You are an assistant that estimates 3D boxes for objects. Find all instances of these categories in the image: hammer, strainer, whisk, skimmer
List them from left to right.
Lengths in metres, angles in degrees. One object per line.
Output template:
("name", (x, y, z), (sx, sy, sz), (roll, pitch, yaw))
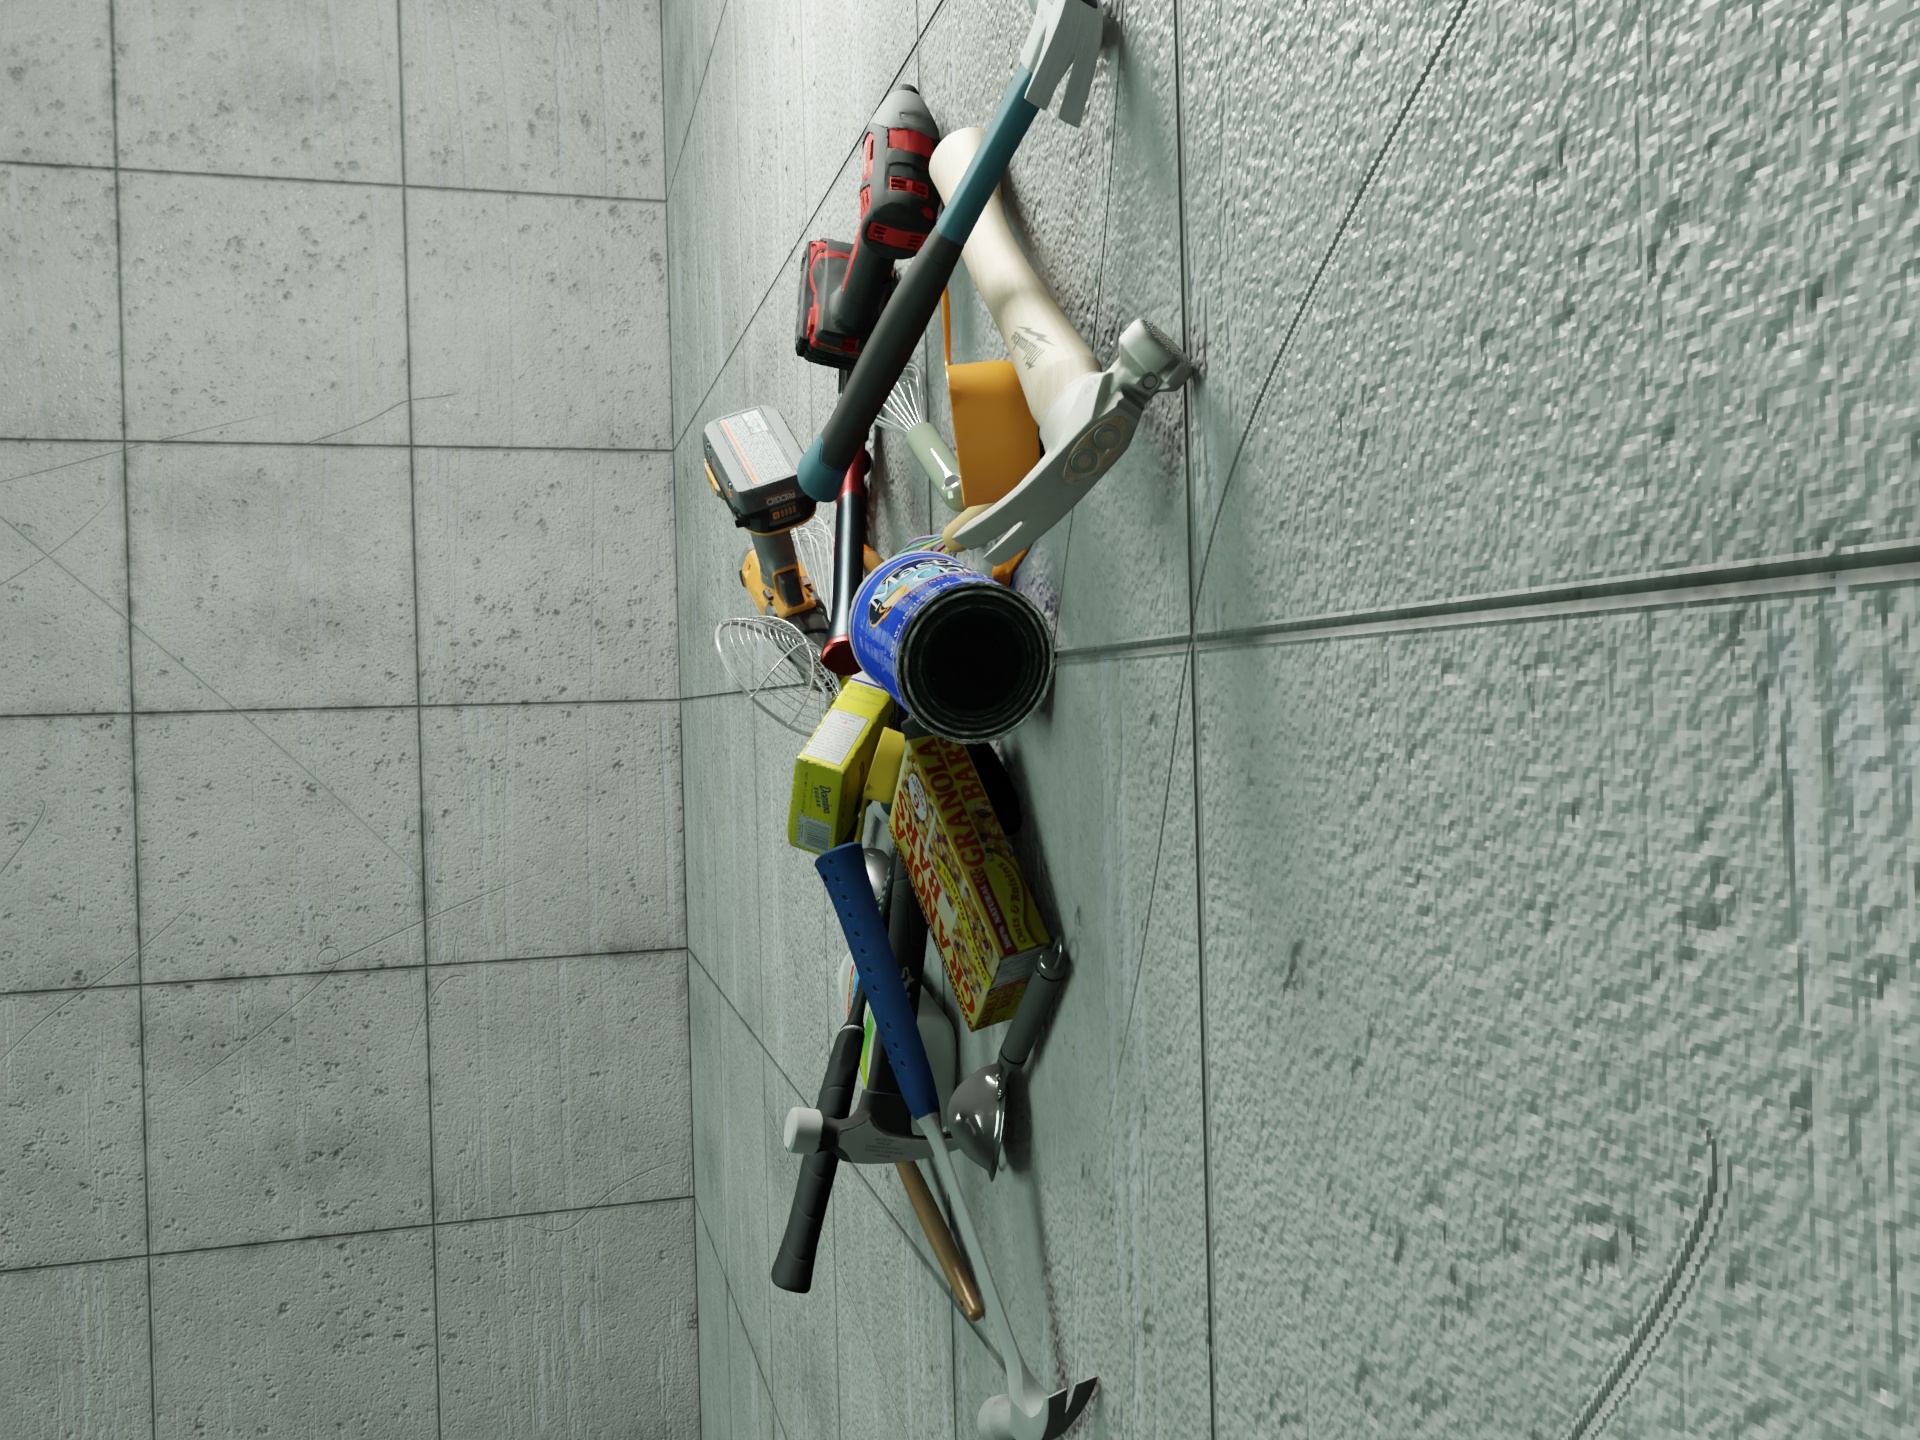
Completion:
("skimmer", (-0.140, 0.046, 1.398), (0.362, 0.090, 0.127), (86, 160, -51))
("whisk", (-0.132, -0.087, 1.569), (0.070, 0.070, 0.285), (111, 147, -54))
("hammer", (-0.089, -0.177, 1.288), (0.387, 0.038, 0.143), (-94, 8, -51))
("hammer", (-0.076, 0.222, 1.208), (0.149, 0.036, 0.409), (139, 147, -65))
("hammer", (-0.032, 0.152, 1.160), (0.035, 0.146, 0.335), (156, 123, -71))
("whisk", (-0.032, -0.221, 1.224), (0.059, 0.058, 0.247), (57, -177, -38))
("hammer", (-0.015, 0.271, 1.052), (0.406, 0.035, 0.144), (69, 153, 18))
("hammer", (-0.012, -0.273, 0.935), (0.331, 0.033, 0.128), (-58, 25, 26))
("whisk", (-0.010, -0.122, 1.148), (0.051, 0.047, 0.245), (54, 158, -3))
("whisk", (-0.001, -0.005, 1.128), (0.239, 0.055, 0.055), (-115, 28, -46))
("hammer", (0.022, -0.250, 0.939), (0.146, 0.038, 0.411), (-45, 34, 23))
("strainer", (0.031, 0.223, 1.047), (0.087, 0.050, 0.258), (-87, 11, -47))

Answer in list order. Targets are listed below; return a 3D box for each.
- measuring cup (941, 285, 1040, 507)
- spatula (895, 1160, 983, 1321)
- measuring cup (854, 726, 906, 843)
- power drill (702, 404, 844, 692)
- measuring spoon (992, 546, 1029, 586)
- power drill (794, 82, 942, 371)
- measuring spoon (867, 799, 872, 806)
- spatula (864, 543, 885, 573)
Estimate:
("measuring cup", (0.018, -0.216, 1.001), (0.095, 0.052, 0.174), (80, -176, -65))
("spatula", (-0.031, 0.371, 1.313), (0.318, 0.044, 0.082), (-127, 38, -57))
("measuring cup", (-0.063, 0.072, 1.248), (0.062, 0.029, 0.156), (-74, -1, -50))
("power drill", (-0.161, -0.147, 1.447), (0.226, 0.084, 0.186), (86, 160, -50))
("measuring spoon", (0.038, -0.120, 1.029), (0.116, 0.011, 0.021), (119, 146, -61))
("power drill", (-0.069, -0.387, 1.259), (0.219, 0.078, 0.143), (130, 145, -61))
("measuring spoon", (-0.072, 0.057, 1.445), (0.128, 0.021, 0.042), (-17, 82, 64))
("spatula", (-0.062, -0.132, 1.371), (0.323, 0.041, 0.081), (-127, 39, -58))
